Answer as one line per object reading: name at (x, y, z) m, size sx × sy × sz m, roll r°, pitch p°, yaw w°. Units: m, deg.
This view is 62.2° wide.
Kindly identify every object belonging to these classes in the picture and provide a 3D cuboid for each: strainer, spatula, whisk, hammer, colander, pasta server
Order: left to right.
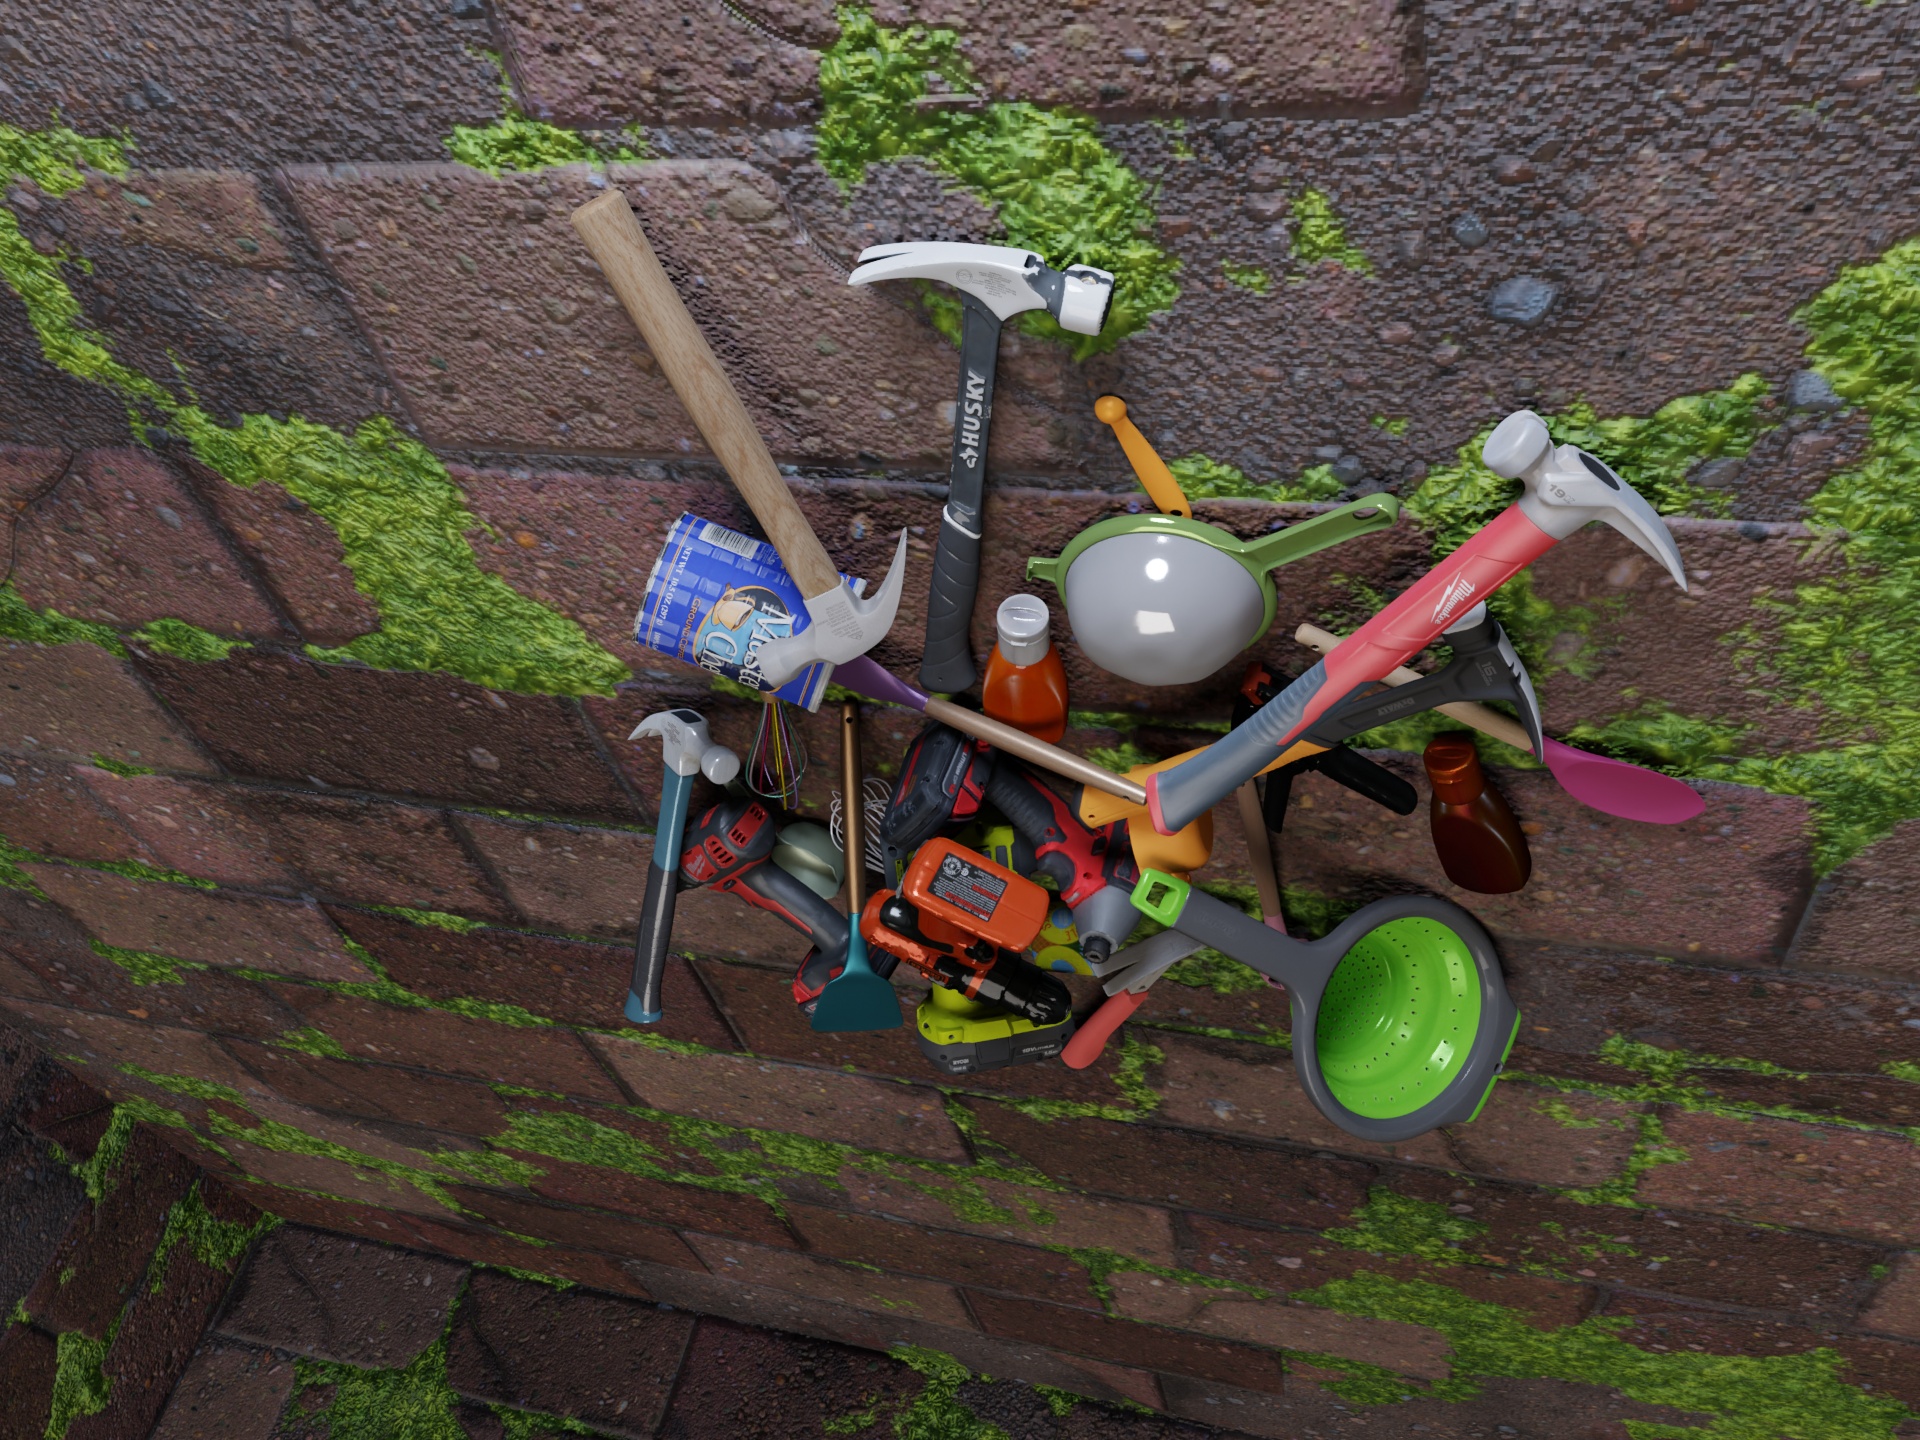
hammer at (-0.261, 0.137, 1.402) m, size 0.128 × 0.033 × 0.330 m, roll 40°, pitch 127°, yaw 38°
hammer at (-0.139, -0.176, 1.002) m, size 0.130 × 0.031 × 0.331 m, roll -24°, pitch 118°, yaw 10°
whisk at (-0.154, -0.010, 1.296) m, size 0.051 × 0.047 × 0.244 m, roll 14°, pitch 141°, yaw 9°
spatula at (-0.091, 0.132, 1.341) m, size 0.082 × 0.044 × 0.317 m, roll -2°, pitch 108°, yaw -4°
whisk at (-0.037, 0.140, 1.440) m, size 0.070 × 0.070 × 0.284 m, roll -4°, pitch 145°, yaw 28°
hammer at (-0.002, -0.145, 1.045) m, size 0.149 × 0.036 × 0.408 m, roll 15°, pitch 146°, yaw 5°
spatula at (-0.002, -0.004, 1.187) m, size 0.316 × 0.018 × 0.059 m, roll 24°, pitch 148°, yaw 21°
hammer at (0.146, 0.268, 1.495) m, size 0.149 × 0.037 × 0.359 m, roll -21°, pitch 159°, yaw -22°
strainer at (0.168, -0.077, 1.024) m, size 0.151 × 0.069 × 0.256 m, roll 36°, pitch 144°, yaw -29°
pasta server at (0.257, 0.136, 1.327) m, size 0.060 × 0.040 × 0.315 m, roll 1°, pitch 138°, yaw 22°
hammer at (0.229, 0.021, 1.112) m, size 0.337 × 0.034 × 0.127 m, roll -20°, pitch 122°, yaw 30°
colander at (0.279, 0.204, 1.297) m, size 0.396 × 0.204 × 0.094 m, roll 28°, pitch 175°, yaw -24°
hammer at (0.263, -0.026, 1.013) m, size 0.143 × 0.038 × 0.386 m, roll 34°, pitch 130°, yaw -14°

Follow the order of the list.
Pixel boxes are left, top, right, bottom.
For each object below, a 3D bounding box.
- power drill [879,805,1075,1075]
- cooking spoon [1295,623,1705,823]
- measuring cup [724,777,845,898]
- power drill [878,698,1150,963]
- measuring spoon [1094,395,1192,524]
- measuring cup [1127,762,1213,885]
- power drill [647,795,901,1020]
power drill at (0.029, 0.182, 1.361) m, size 0.171 × 0.080 × 0.223 m, roll -8°, pitch 113°, yaw -6°
cooking spoon at (0.372, 0.003, 1.098) m, size 0.318 × 0.017 × 0.068 m, roll 24°, pitch 151°, yaw -9°
measuring cup at (-0.161, 0.094, 1.449) m, size 0.083 × 0.038 × 0.167 m, roll -11°, pitch 125°, yaw 42°
power drill at (0.055, 0.092, 1.253) m, size 0.219 × 0.143 × 0.078 m, roll 30°, pitch 140°, yaw -14°
measuring spoon at (0.116, -0.158, 0.994) m, size 0.021 × 0.011 × 0.116 m, roll -10°, pitch 137°, yaw 34°
measuring cup at (0.180, 0.095, 1.260) m, size 0.052 × 0.095 × 0.173 m, roll -9°, pitch 148°, yaw 21°
power drill at (-0.178, 0.174, 1.458) m, size 0.226 × 0.080 × 0.188 m, roll 44°, pitch 141°, yaw -12°
